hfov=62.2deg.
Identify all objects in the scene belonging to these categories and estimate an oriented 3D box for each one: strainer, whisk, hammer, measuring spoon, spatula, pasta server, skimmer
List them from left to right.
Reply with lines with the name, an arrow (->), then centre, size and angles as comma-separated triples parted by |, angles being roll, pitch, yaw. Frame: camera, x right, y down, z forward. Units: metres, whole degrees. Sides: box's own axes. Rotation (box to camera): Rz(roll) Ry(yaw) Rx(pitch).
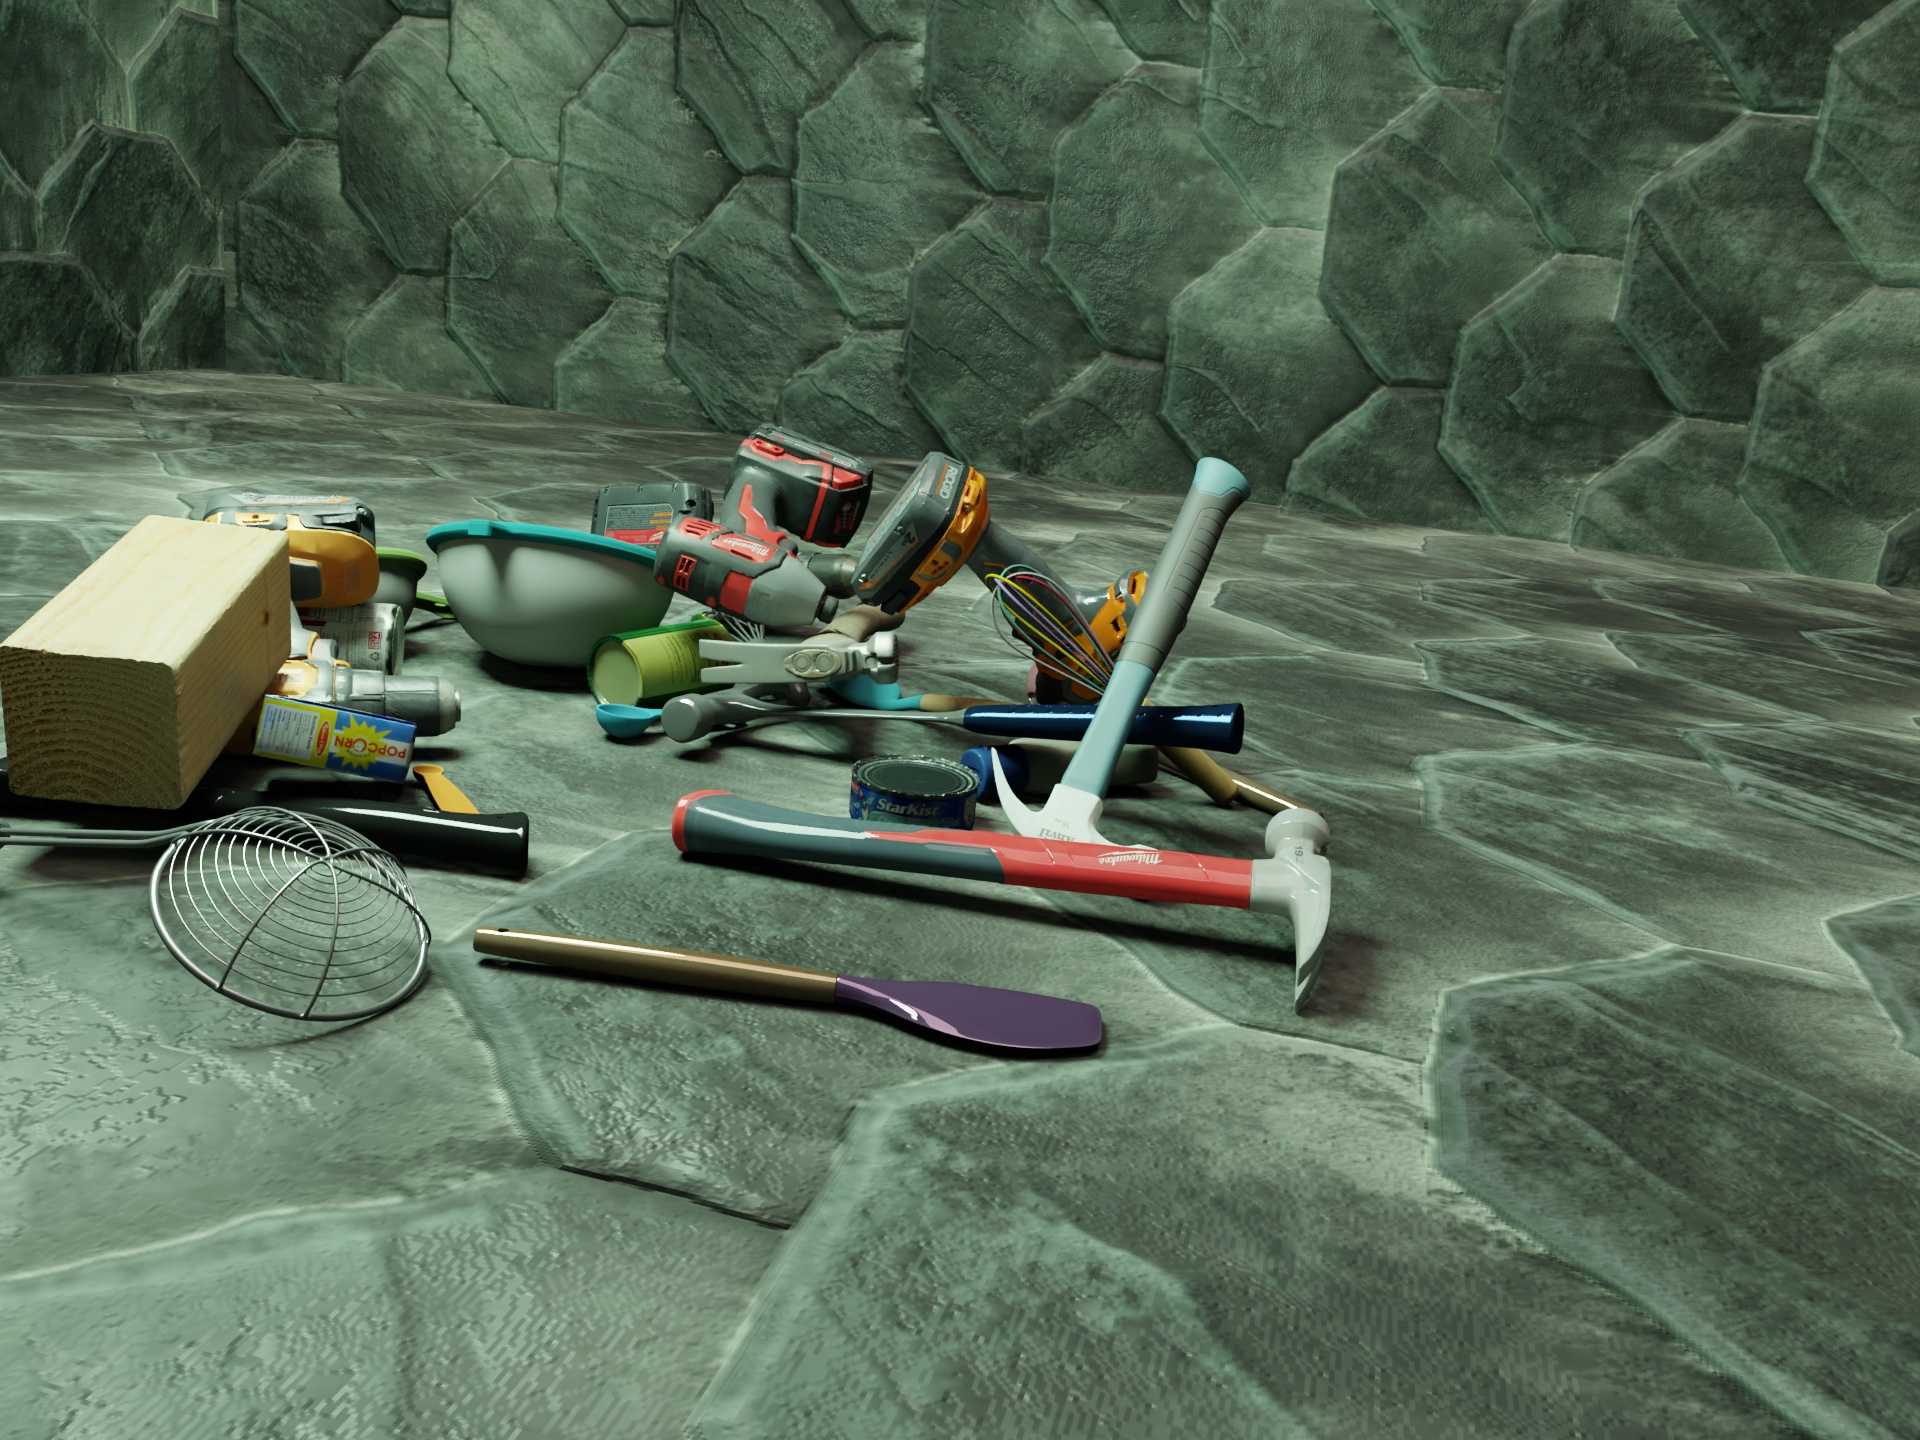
skimmer -> -0.436, 0.088, 0.795 | 0.363, 0.090, 0.127 | 1, 16, 20
hammer -> -0.410, 0.053, 0.917 | 0.335, 0.035, 0.146 | 7, 15, 4
strainer -> -0.497, -0.087, 1.353 | 0.151, 0.069, 0.256 | -14, -7, 13
measuring spoon -> -0.322, 0.052, 1.001 | 0.021, 0.011, 0.117 | -1, 20, -34
strainer -> -0.370, -0.088, 1.363 | 0.210, 0.095, 0.340 | 11, -10, -31
measuring spoon -> -0.218, 0.004, 1.204 | 0.128, 0.021, 0.042 | 4, 12, -42
whisk -> -0.177, -0.058, 1.384 | 0.055, 0.055, 0.239 | -2, 22, -25
spatula -> -0.087, 0.130, 0.788 | 0.316, 0.018, 0.060 | 8, 17, 3
hammer -> -0.107, -0.073, 1.347 | 0.146, 0.038, 0.411 | -1, 9, 3
spatula -> -0.012, -0.022, 1.260 | 0.082, 0.044, 0.318 | -5, 9, -40
hammer -> -0.002, -0.004, 1.133 | 0.405, 0.035, 0.144 | 2, 10, 21
hammer -> 0.015, 0.088, 0.916 | 0.386, 0.038, 0.143 | 5, 33, 10
whisk -> 0.109, -0.024, 1.141 | 0.245, 0.047, 0.051 | 42, 47, -12
hammer -> 0.123, -0.044, 1.056 | 0.128, 0.033, 0.331 | 16, 62, 21
pasta server -> 0.157, 0.018, 1.241 | 0.040, 0.060, 0.316 | -40, 41, -23

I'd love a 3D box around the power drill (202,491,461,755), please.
power drill -> -0.451, -0.064, 1.122 | 0.185, 0.084, 0.226 | -1, 44, -18

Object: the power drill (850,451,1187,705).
power drill -> 0.036, -0.088, 1.209 | 0.226, 0.164, 0.084 | 29, 46, -14

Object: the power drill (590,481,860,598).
power drill -> -0.208, -0.149, 1.458 | 0.188, 0.080, 0.226 | 2, -8, 27

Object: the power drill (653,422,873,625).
power drill -> -0.147, -0.151, 1.287 | 0.143, 0.078, 0.220 | 21, 34, -1
